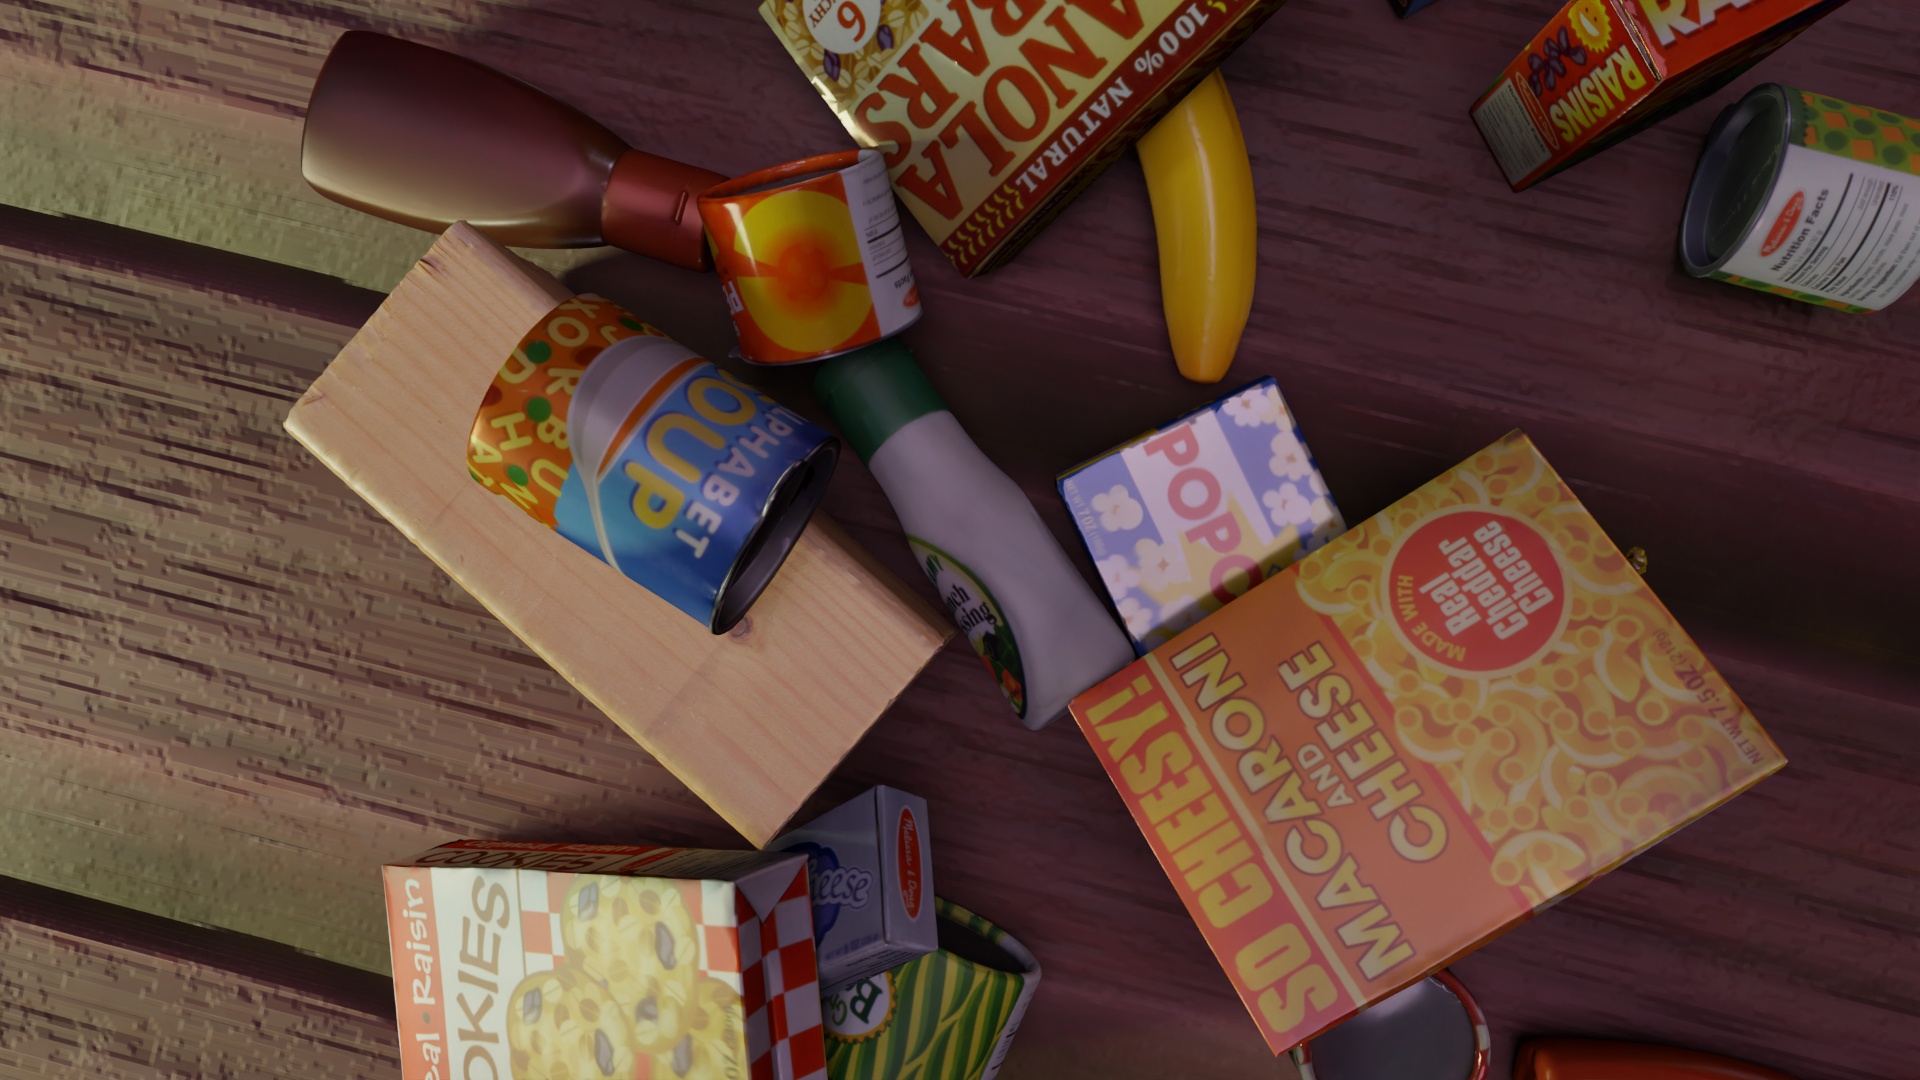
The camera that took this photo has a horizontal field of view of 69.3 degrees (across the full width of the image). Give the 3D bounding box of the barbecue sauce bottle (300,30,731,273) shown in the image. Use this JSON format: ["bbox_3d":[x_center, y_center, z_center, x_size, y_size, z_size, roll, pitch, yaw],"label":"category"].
[{"bbox_3d":[-0.158,-0.135,0.506,0.148,0.043,0.065,17,91,3],"label":"barbecue sauce bottle"}]

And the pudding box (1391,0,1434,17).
[{"bbox_3d":[0.185,-0.232,0.495,0.084,0.030,0.049,-28,87,2],"label":"pudding box"}]

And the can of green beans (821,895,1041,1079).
[{"bbox_3d":[-0.013,0.161,0.481,0.071,0.071,0.058,25,90,3],"label":"can of green beans"}]

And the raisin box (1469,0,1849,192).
[{"bbox_3d":[0.227,-0.162,0.445,0.086,0.123,0.040,-26,89,3],"label":"raisin box"}]

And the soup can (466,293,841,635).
[{"bbox_3d":[-0.086,-0.024,0.396,0.084,0.071,0.071,32,91,3],"label":"soup can"}]

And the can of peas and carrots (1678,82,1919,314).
[{"bbox_3d":[0.289,-0.116,0.471,0.059,0.071,0.071,15,90,3],"label":"can of peas and carrots"}]

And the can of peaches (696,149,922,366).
[{"bbox_3d":[-0.054,-0.098,0.479,0.071,0.071,0.057,-12,113,3],"label":"can of peaches"}]

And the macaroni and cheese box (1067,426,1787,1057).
[{"bbox_3d":[0.137,0.062,0.431,0.166,0.040,0.124,-32,68,4],"label":"macaroni and cheese box"}]

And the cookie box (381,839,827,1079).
[{"bbox_3d":[-0.120,0.166,0.464,0.167,0.040,0.123,-6,89,32],"label":"cookie box"}]

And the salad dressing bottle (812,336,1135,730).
[{"bbox_3d":[0.002,-0.006,0.487,0.044,0.064,0.148,-31,77,-14],"label":"salad dressing bottle"}]

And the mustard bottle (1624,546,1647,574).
[{"bbox_3d":[0.186,0.066,0.474,0.049,0.065,0.160,41,88,8],"label":"mustard bottle"}]

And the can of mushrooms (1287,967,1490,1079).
[{"bbox_3d":[0.149,0.171,0.488,0.071,0.033,0.071,0,89,4],"label":"can of mushrooms"}]

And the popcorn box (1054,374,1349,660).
[{"bbox_3d":[0.097,0.017,0.491,0.085,0.038,0.126,-26,88,2],"label":"popcorn box"}]

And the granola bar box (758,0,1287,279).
[{"bbox_3d":[0.025,-0.187,0.458,0.165,0.039,0.124,-39,87,35],"label":"granola bar box"}]

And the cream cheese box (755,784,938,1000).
[{"bbox_3d":[-0.053,0.127,0.469,0.103,0.024,0.053,-33,47,33],"label":"cream cheese box"}]

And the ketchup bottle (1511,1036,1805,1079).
[{"bbox_3d":[0.269,0.208,0.476,0.149,0.043,0.064,3,89,3],"label":"ketchup bottle"}]
